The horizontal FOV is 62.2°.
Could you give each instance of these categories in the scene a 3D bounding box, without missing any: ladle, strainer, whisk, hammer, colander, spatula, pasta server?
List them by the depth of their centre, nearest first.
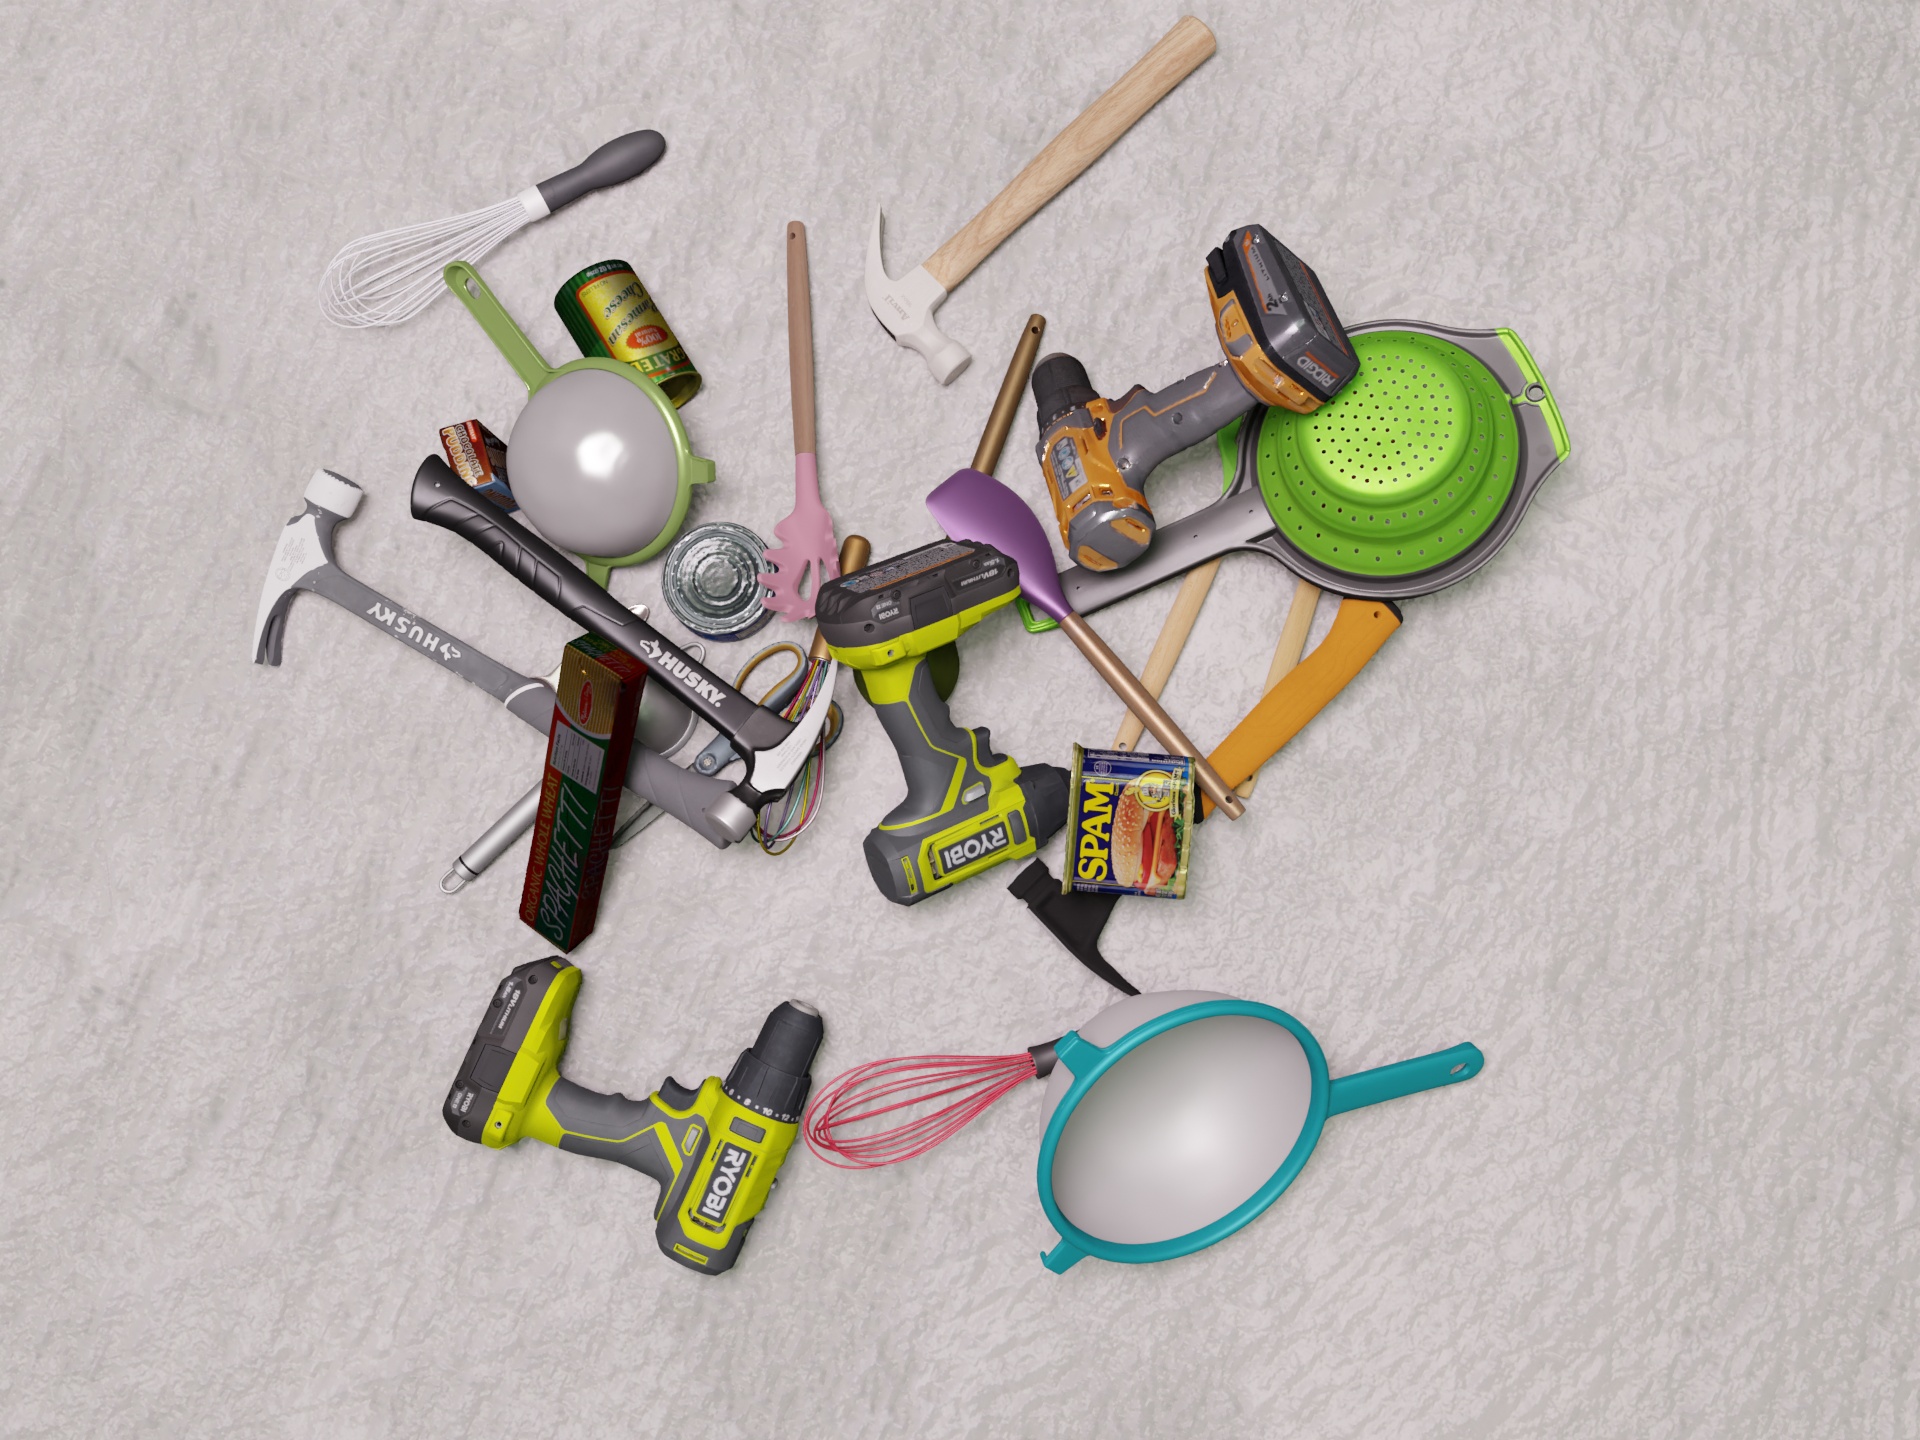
[{"bbox_3d":[-0.235,-0.072,1.082,0.335,0.035,0.146,37,69,3],"label":"hammer"},{"bbox_3d":[0.213,-0.158,1.093,0.397,0.094,0.205,-23,76,12],"label":"colander"},{"bbox_3d":[0.194,0.246,1.094,0.340,0.095,0.210,-8,118,-19],"label":"strainer"},{"bbox_3d":[0.032,0.246,1.117,0.296,0.073,0.073,-17,85,-7],"label":"whisk"},{"bbox_3d":[0.093,-0.054,1.119,0.060,0.018,0.316,-38,83,-11],"label":"spatula"},{"bbox_3d":[-0.300,-0.220,1.124,0.151,0.069,0.256,-38,89,29],"label":"strainer"},{"bbox_3d":[0.191,0.042,1.127,0.127,0.034,0.337,44,92,7],"label":"hammer"},{"bbox_3d":[-0.329,-0.023,1.127,0.409,0.036,0.149,30,93,12],"label":"hammer"},{"bbox_3d":[-0.104,-0.020,1.138,0.047,0.051,0.245,25,70,-28],"label":"whisk"},{"bbox_3d":[-0.281,0.036,1.152,0.258,0.050,0.087,-43,100,1],"label":"strainer"},{"bbox_3d":[0.252,-0.094,1.158,0.069,0.031,0.315,18,87,2],"label":"ladle"},{"bbox_3d":[-0.117,-0.221,1.158,0.060,0.040,0.316,-7,77,17],"label":"pasta server"},{"bbox_3d":[0.002,-0.152,1.166,0.078,0.062,0.320,22,78,-9],"label":"ladle"},{"bbox_3d":[-0.346,-0.370,1.185,0.284,0.070,0.070,-29,85,-6],"label":"whisk"},{"bbox_3d":[0.061,-0.407,1.189,0.331,0.031,0.130,-44,86,-3],"label":"hammer"}]

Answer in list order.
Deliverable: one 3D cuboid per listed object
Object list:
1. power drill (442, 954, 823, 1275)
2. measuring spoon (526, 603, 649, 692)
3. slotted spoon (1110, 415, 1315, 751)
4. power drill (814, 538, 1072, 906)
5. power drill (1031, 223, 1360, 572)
[{"bbox_3d":[-0.221,0.254,1.111,0.228,0.080,0.190,24,86,1],"label":"power drill"},{"bbox_3d":[-0.278,-0.043,1.173,0.124,0.018,0.034,-41,85,-9],"label":"measuring spoon"},{"bbox_3d":[0.176,-0.111,1.161,0.070,0.031,0.314,24,88,10],"label":"slotted spoon"},{"bbox_3d":[-0.002,-0.003,1.090,0.171,0.080,0.223,-23,112,-21],"label":"power drill"},{"bbox_3d":[0.141,-0.232,1.086,0.226,0.084,0.186,-38,48,30],"label":"power drill"}]
